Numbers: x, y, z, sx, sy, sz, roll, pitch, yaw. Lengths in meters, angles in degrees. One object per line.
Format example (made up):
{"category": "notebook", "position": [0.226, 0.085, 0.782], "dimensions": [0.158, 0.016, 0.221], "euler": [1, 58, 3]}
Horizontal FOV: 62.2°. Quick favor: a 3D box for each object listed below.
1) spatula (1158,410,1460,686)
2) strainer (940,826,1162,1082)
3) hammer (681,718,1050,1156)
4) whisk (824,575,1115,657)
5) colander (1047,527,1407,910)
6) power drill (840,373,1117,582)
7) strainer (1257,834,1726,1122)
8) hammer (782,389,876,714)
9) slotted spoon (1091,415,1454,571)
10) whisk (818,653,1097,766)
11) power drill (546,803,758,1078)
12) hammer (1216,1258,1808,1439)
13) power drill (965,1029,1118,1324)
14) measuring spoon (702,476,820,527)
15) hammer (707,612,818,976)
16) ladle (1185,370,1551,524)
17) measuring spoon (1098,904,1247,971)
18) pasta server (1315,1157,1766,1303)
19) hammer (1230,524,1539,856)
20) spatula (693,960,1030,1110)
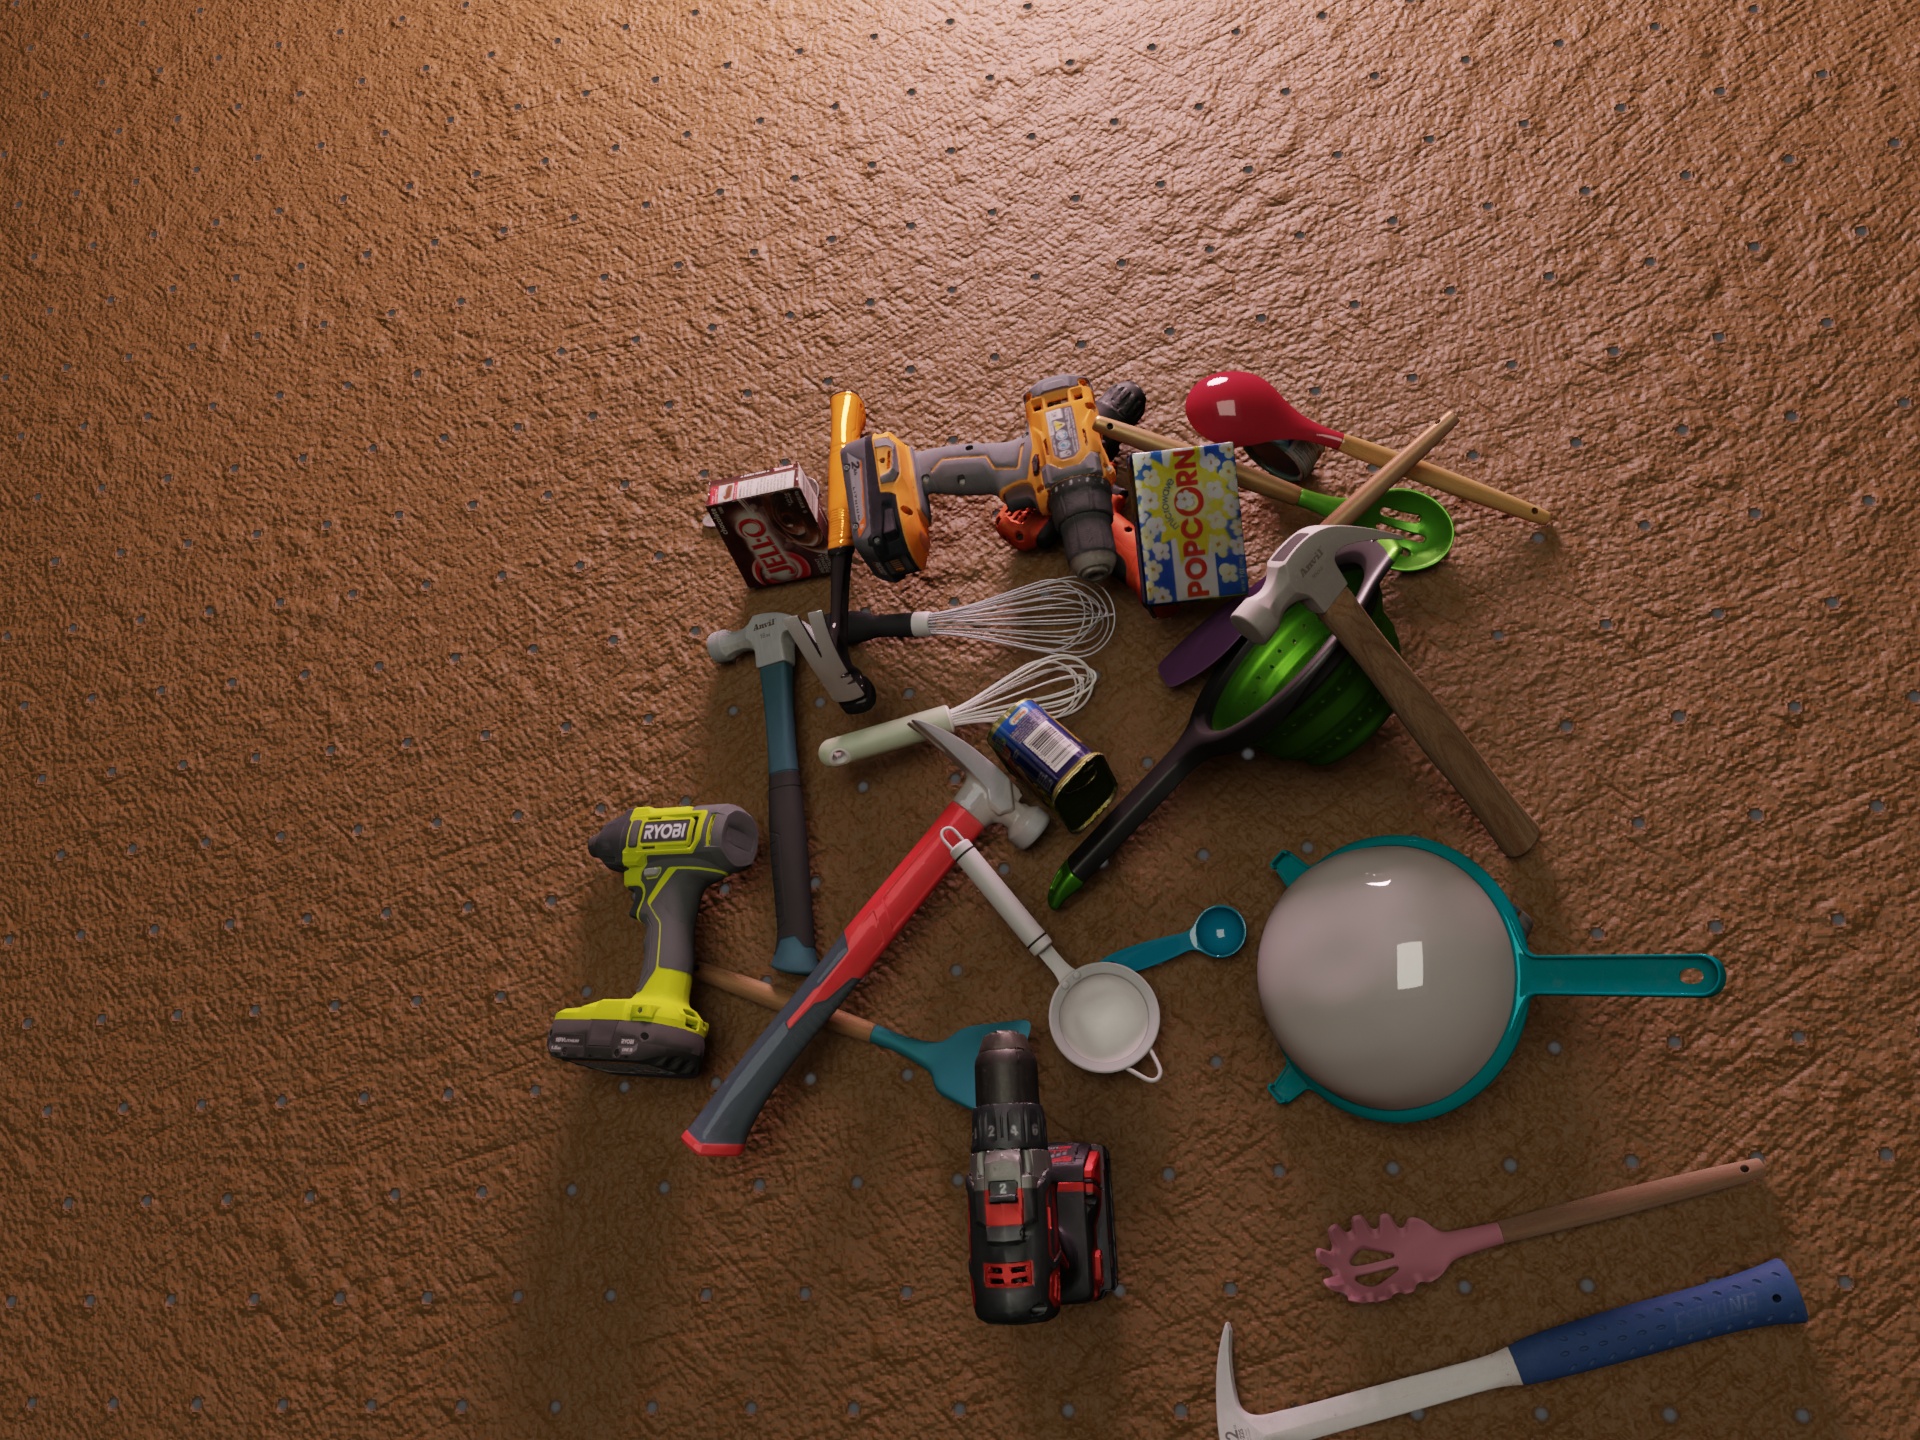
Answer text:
{"category": "spatula", "position": [0.284, -0.138, 1.307], "dimensions": [0.316, 0.018, 0.060], "euler": [-43, 27, 12]}
{"category": "strainer", "position": [0.069, 0.183, 1.259], "dimensions": [0.087, 0.050, 0.258], "euler": [-38, 79, -10]}
{"category": "hammer", "position": [-0.099, 0.180, 1.278], "dimensions": [0.143, 0.038, 0.386], "euler": [41, 77, -3]}
{"category": "whisk", "position": [-0.002, -0.085, 1.396], "dimensions": [0.284, 0.070, 0.070], "euler": [-2, 70, 20]}
{"category": "colander", "position": [0.229, 0.027, 1.268], "dimensions": [0.094, 0.205, 0.397], "euler": [40, 102, -10]}
{"category": "power drill", "position": [0.022, -0.184, 1.361], "dimensions": [0.226, 0.084, 0.185], "euler": [-14, 68, 10]}
{"category": "strainer", "position": [0.340, 0.175, 1.108], "dimensions": [0.340, 0.095, 0.211], "euler": [-8, 73, 41]}
{"category": "hammer", "position": [-0.108, -0.173, 1.404], "dimensions": [0.034, 0.127, 0.337], "euler": [-12, 52, 15]}
{"category": "slotted spoon", "position": [0.259, -0.198, 1.330], "dimensions": [0.314, 0.031, 0.070], "euler": [19, 88, 0]}
{"category": "whisk", "position": [-0.002, -0.004, 1.353], "dimensions": [0.246, 0.057, 0.059], "euler": [-16, 30, -2]}
{"category": "power drill", "position": [-0.267, 0.183, 1.346], "dimensions": [0.171, 0.080, 0.223], "euler": [-6, 64, 32]}
{"category": "hammer", "position": [0.373, 0.445, 1.106], "dimensions": [0.405, 0.035, 0.144], "euler": [-19, 67, 7]}
{"category": "power drill", "position": [0.052, 0.328, 1.130], "dimensions": [0.080, 0.226, 0.188], "euler": [-7, 69, 12]}
{"category": "measuring spoon", "position": [-0.188, -0.201, 1.511], "dimensions": [0.124, 0.018, 0.034], "euler": [-12, 69, 18]}
{"category": "hammer", "position": [-0.154, 0.061, 1.384], "dimensions": [0.128, 0.033, 0.331], "euler": [-16, 69, 25]}
{"category": "ladle", "position": [0.339, -0.220, 1.320], "dimensions": [0.315, 0.031, 0.069], "euler": [20, 78, 1]}
{"category": "measuring spoon", "position": [0.169, 0.183, 1.273], "dimensions": [0.128, 0.021, 0.042], "euler": [-21, 66, 17]}
{"category": "pasta server", "position": [0.411, 0.355, 1.129], "dimensions": [0.316, 0.040, 0.060], "euler": [-17, 56, 7]}
{"category": "hammer", "position": [0.332, -0.015, 1.162], "dimensions": [0.130, 0.331, 0.031], "euler": [-50, 26, -11]}
{"category": "spatula", "position": [-0.095, 0.243, 1.303], "dimensions": [0.317, 0.044, 0.082], "euler": [15, 64, 21]}
